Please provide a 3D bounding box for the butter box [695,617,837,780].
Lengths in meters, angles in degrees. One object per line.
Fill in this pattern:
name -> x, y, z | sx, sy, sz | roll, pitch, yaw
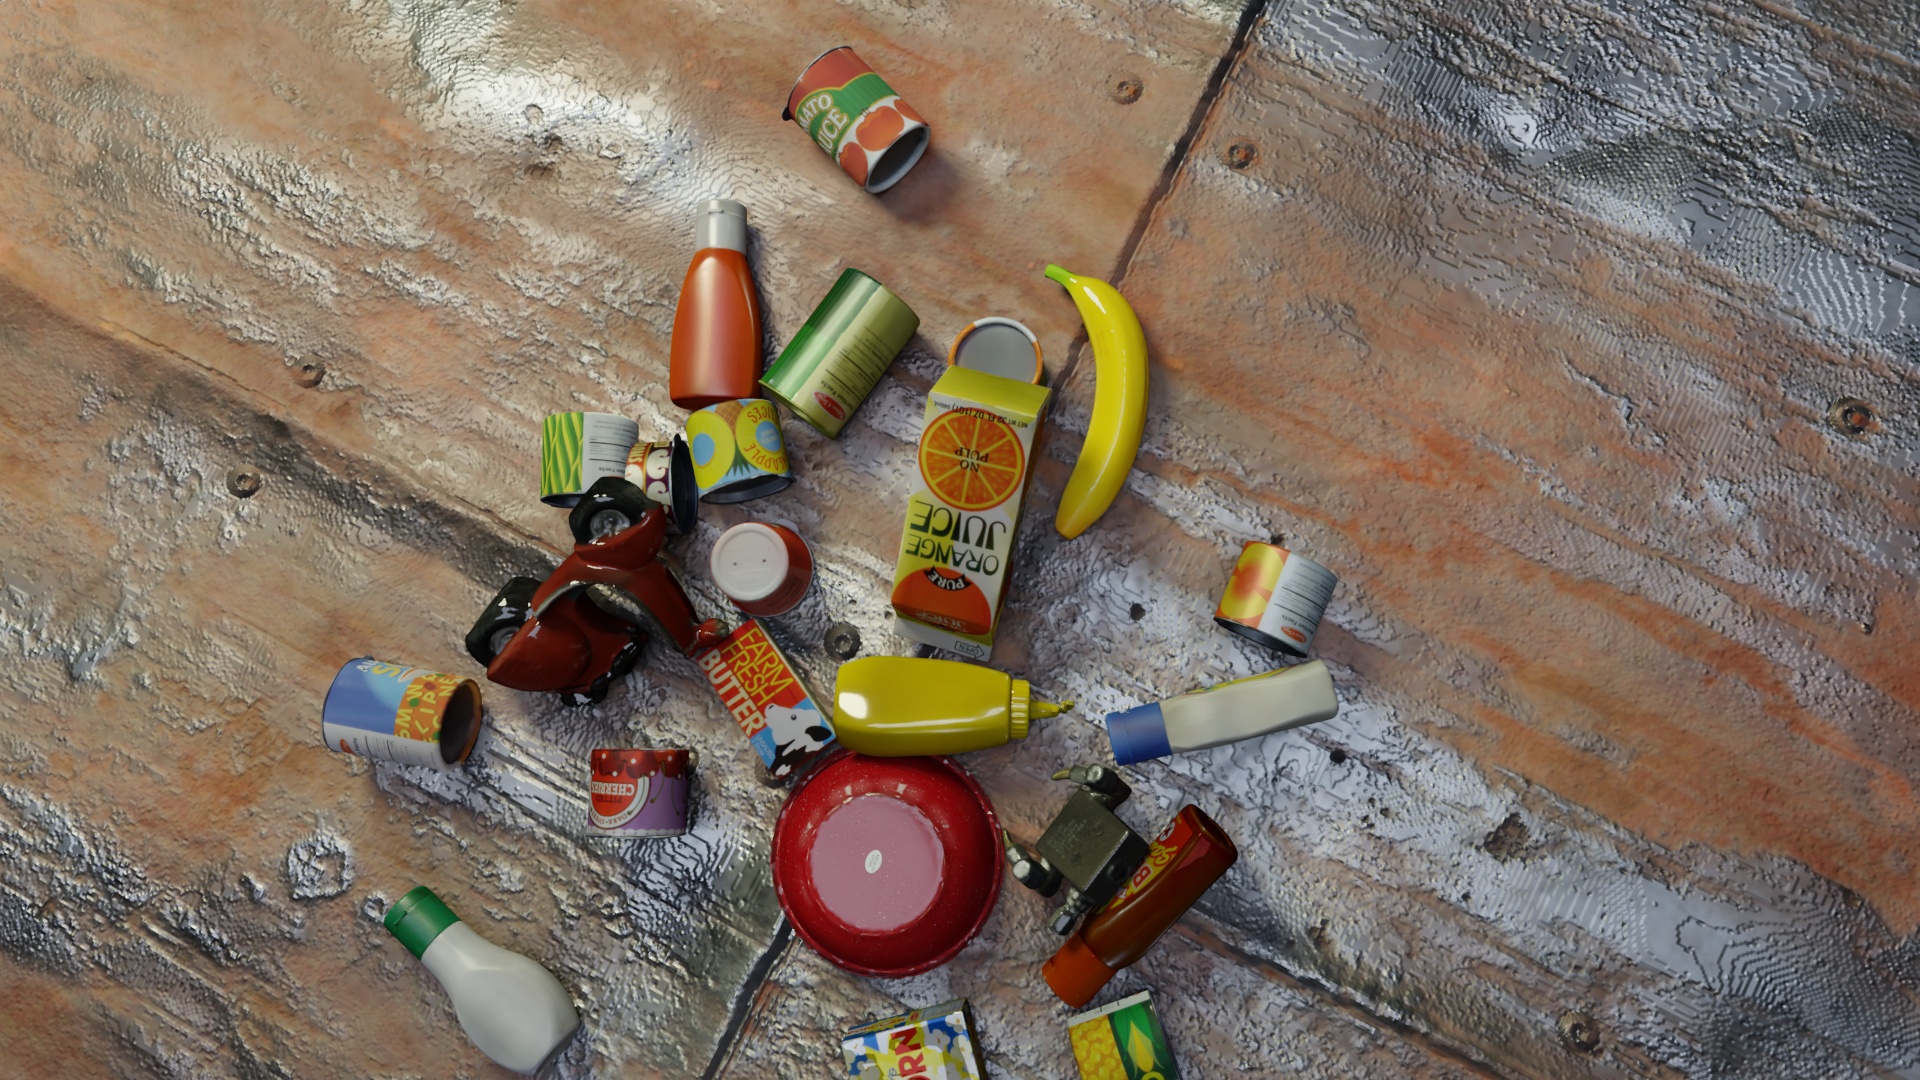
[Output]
butter box -> -0.133, 0.109, 0.962 | 0.053, 0.024, 0.103 | -36, 81, -2

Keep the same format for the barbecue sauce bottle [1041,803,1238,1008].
barbecue sauce bottle -> 0.116, 0.241, 0.907 | 0.043, 0.065, 0.148 | 42, 96, -3

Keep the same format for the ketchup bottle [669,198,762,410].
ketchup bottle -> -0.173, -0.168, 0.995 | 0.065, 0.043, 0.149 | 0, 82, 4

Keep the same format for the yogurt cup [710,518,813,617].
yogurt cup -> -0.140, 0.018, 0.961 | 0.072, 0.054, 0.072 | -1, 83, 5

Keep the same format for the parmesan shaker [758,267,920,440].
parmesan shaker -> -0.083, -0.130, 0.973 | 0.071, 0.071, 0.103 | 36, 86, 8

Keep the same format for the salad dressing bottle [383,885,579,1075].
salad dressing bottle -> -0.326, 0.296, 0.943 | 0.148, 0.044, 0.064 | 39, 89, 10

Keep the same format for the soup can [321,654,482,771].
soup can -> -0.384, 0.118, 0.961 | 0.084, 0.071, 0.071 | 9, 83, 5

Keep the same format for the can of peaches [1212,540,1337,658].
can of peaches -> 0.208, 0.039, 0.925 | 0.071, 0.071, 0.058 | 23, 85, 7

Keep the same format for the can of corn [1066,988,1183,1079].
can of corn -> 0.107, 0.332, 0.889 | 0.058, 0.071, 0.071 | -20, 81, 3

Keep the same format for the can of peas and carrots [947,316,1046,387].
can of peas and carrots -> 0.026, -0.114, 0.963 | 0.071, 0.058, 0.071 | -1, 82, 5

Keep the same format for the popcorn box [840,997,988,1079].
popcorn box -> -0.021, 0.376, 0.908 | 0.085, 0.038, 0.127 | -16, 81, 4

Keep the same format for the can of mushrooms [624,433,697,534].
can of mushrooms -> -0.208, -0.039, 0.967 | 0.033, 0.071, 0.071 | -3, 82, 6

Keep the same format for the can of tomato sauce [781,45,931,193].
can of tomato sauce -> -0.074, -0.299, 0.993 | 0.071, 0.071, 0.083 | -44, 82, -2

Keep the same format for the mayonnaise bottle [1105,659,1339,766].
mayonnaise bottle -> 0.172, 0.115, 0.919 | 0.148, 0.064, 0.041 | -14, 82, 6

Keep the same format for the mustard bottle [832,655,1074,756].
mustard bottle -> -0.004, 0.113, 0.935 | 0.160, 0.048, 0.065 | 2, 54, 3

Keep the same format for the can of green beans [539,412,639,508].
can of green beans -> -0.260, -0.055, 0.975 | 0.071, 0.071, 0.058 | -1, 82, 5

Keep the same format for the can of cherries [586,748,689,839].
can of cherries -> -0.219, 0.170, 0.937 | 0.071, 0.071, 0.058 | 0, 82, 5

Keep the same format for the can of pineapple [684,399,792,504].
can of pineapple -> -0.153, -0.062, 0.966 | 0.071, 0.071, 0.058 | -14, 81, 3

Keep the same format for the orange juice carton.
orange juice carton -> 0.003, -0.012, 0.923 | 0.072, 0.073, 0.191 | 14, 113, 6
